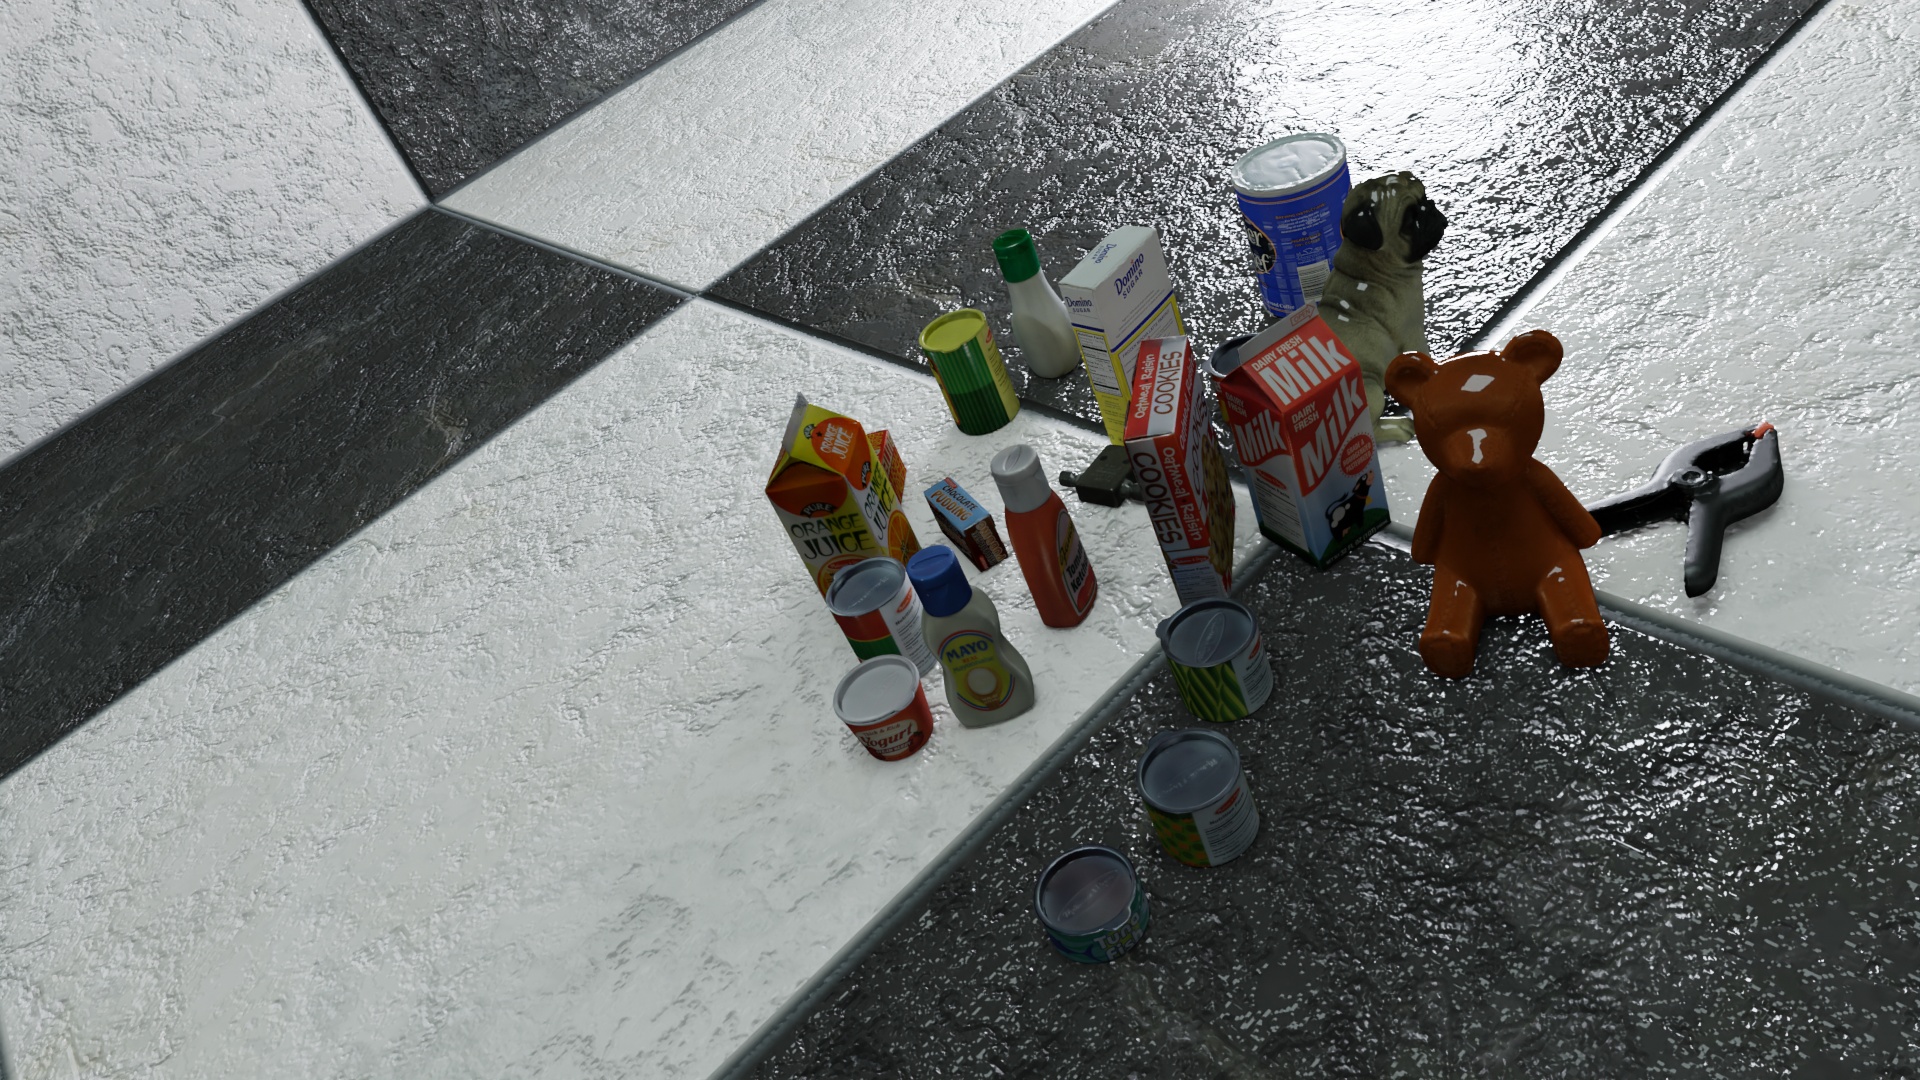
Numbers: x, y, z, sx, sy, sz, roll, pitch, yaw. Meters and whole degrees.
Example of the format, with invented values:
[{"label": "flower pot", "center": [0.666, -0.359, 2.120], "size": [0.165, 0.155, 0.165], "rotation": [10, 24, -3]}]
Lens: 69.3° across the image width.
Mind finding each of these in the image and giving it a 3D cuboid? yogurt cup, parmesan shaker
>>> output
[{"label": "yogurt cup", "center": [-0.054, 0.127, 1.035], "size": [0.072, 0.053, 0.073], "rotation": [-16, 37, 12]}, {"label": "parmesan shaker", "center": [0.009, -0.157, 1.317], "size": [0.071, 0.102, 0.072], "rotation": [-16, 37, 12]}]

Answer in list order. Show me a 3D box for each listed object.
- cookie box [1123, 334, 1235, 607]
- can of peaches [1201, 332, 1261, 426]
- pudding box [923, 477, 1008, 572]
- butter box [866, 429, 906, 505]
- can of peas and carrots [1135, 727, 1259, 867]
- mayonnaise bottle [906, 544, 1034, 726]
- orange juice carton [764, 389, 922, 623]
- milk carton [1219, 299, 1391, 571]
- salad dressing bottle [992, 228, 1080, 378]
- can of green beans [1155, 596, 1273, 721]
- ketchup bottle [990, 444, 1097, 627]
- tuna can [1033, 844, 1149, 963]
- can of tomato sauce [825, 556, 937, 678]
[{"label": "cookie box", "center": [0.166, -0.050, 1.037], "size": [0.040, 0.166, 0.123], "rotation": [-9, 39, 21]}, {"label": "can of peaches", "center": [0.248, -0.135, 1.191], "size": [0.071, 0.057, 0.071], "rotation": [-16, 37, 12]}, {"label": "pudding box", "center": [0.004, -0.015, 1.185], "size": [0.030, 0.049, 0.084], "rotation": [-32, 36, -10]}, {"label": "butter box", "center": [-0.073, -0.051, 1.273], "size": [0.024, 0.053, 0.104], "rotation": [-14, 37, 15]}, {"label": "can of peas and carrots", "center": [0.148, 0.160, 0.873], "size": [0.071, 0.058, 0.071], "rotation": [-16, 37, 12]}, {"label": "mayonnaise bottle", "center": [0.003, 0.069, 0.995], "size": [0.065, 0.147, 0.041], "rotation": [-19, 36, 8]}, {"label": "orange juice carton", "center": [-0.100, -0.028, 1.139], "size": [0.073, 0.191, 0.072], "rotation": [-11, 38, 19]}, {"label": "milk carton", "center": [0.248, -0.079, 1.006], "size": [0.072, 0.189, 0.073], "rotation": [-34, 37, -13]}, {"label": "salad dressing bottle", "center": [0.071, -0.227, 1.332], "size": [0.064, 0.147, 0.044], "rotation": [12, 49, 40]}, {"label": "can of green beans", "center": [0.177, 0.082, 0.956], "size": [0.071, 0.057, 0.071], "rotation": [-16, 37, 12]}, {"label": "ketchup bottle", "center": [0.062, -0.005, 1.055], "size": [0.043, 0.148, 0.065], "rotation": [-3, 41, 27]}, {"label": "tuna can", "center": [0.082, 0.224, 0.852], "size": [0.071, 0.032, 0.071], "rotation": [-16, 37, 12]}, {"label": "can of tomato sauce", "center": [-0.061, 0.064, 1.093], "size": [0.071, 0.082, 0.071], "rotation": [-16, 37, 12]}]
